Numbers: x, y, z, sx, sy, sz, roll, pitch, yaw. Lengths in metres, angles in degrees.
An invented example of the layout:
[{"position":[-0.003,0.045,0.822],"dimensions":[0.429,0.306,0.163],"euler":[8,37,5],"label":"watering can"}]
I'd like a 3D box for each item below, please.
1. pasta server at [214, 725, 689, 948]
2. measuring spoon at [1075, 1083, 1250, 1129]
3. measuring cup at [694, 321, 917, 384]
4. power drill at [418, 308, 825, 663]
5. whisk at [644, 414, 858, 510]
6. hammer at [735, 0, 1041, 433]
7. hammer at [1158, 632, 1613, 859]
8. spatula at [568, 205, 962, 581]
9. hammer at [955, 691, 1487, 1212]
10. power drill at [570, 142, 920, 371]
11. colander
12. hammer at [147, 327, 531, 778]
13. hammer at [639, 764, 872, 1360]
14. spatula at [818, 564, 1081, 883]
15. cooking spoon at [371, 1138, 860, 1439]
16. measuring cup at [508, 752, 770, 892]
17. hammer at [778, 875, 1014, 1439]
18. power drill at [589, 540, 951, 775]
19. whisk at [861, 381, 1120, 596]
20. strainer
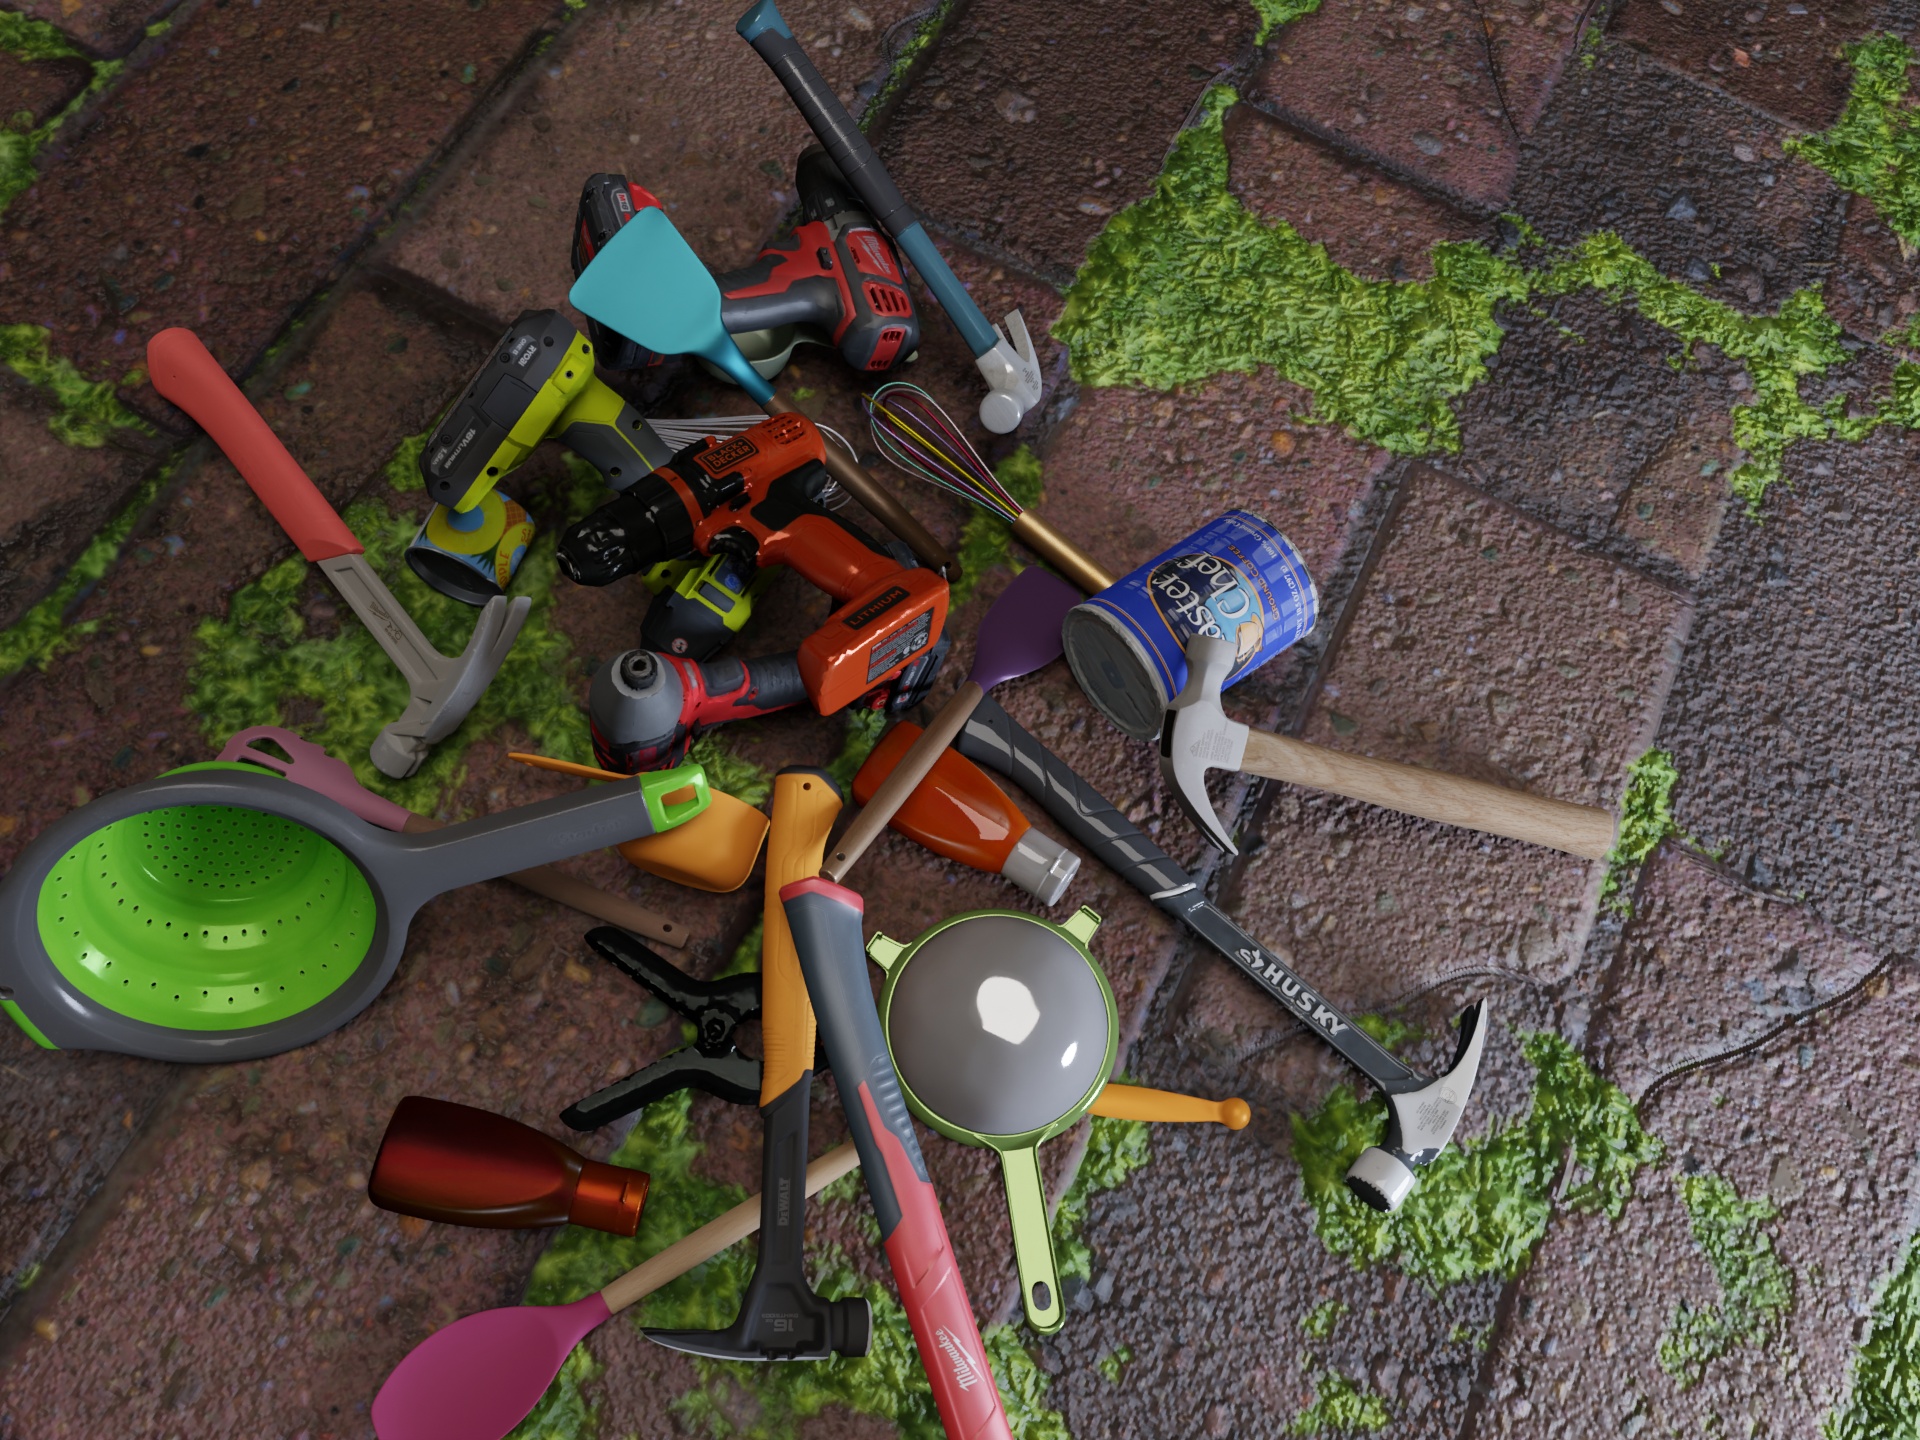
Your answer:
[{"position":[-0.316,0.077,0.987],"dimensions":[0.316,0.040,0.060],"euler":[23,66,-2],"label":"pasta server"},{"position":[0.123,0.237,0.981],"dimensions":[0.117,0.011,0.021],"euler":[7,66,-4],"label":"measuring spoon"},{"position":[-0.116,-0.272,1.161],"dimensions":[0.167,0.038,0.083],"euler":[7,60,-17],"label":"measuring cup"},{"position":[-0.220,-0.137,1.010],"dimensions":[0.223,0.080,0.171],"euler":[35,92,-23],"label":"power drill"},{"position":[-0.209,-0.195,1.105],"dimensions":[0.284,0.070,0.070],"euler":[12,66,3],"label":"whisk"},{"position":[-0.047,-0.355,1.113],"dimensions":[0.331,0.033,0.128],"euler":[53,26,-14],"label":"hammer"},{"position":[0.282,0.044,1.036],"dimensions":[0.331,0.031,0.130],"euler":[14,92,-16],"label":"hammer"},{"position":[-0.110,-0.198,1.049],"dimensions":[0.317,0.044,0.082],"euler":[42,85,-27],"label":"spatula"},{"position":[0.156,0.120,1.024],"dimensions":[0.409,0.036,0.149],"euler":[41,67,11],"label":"hammer"},{"position":[-0.151,-0.330,1.114],"dimensions":[0.226,0.080,0.188],"euler":[-7,65,-26],"label":"power drill"},{"position":[-0.344,0.070,0.915],"dimensions":[0.397,0.204,0.095],"euler":[-15,38,-8],"label":"colander"},{"position":[-0.418,-0.138,1.027],"dimensions":[0.359,0.036,0.149],"euler":[48,113,18],"label":"hammer"},{"position":[-0.108,0.191,0.922],"dimensions":[0.127,0.034,0.337],"euler":[6,75,-15],"label":"hammer"},{"position":[-0.002,-0.003,1.024],"dimensions":[0.060,0.018,0.316],"euler":[33,50,7],"label":"spatula"},{"position":[-0.177,0.317,0.903],"dimensions":[0.319,0.017,0.069],"euler":[-28,67,-17],"label":"cooking spoon"},{"position":[-0.206,0.062,0.980],"dimensions":[0.173,0.095,0.052],"euler":[13,73,9],"label":"measuring cup"},{"position":[-0.044,0.277,0.881],"dimensions":[0.143,0.038,0.386],"euler":[-16,82,-20],"label":"hammer"},{"position":[-0.125,-0.032,0.995],"dimensions":[0.219,0.143,0.079],"euler":[-19,74,-17],"label":"power drill"},{"position":[0.026,-0.158,1.127],"dimensions":[0.245,0.047,0.051],"euler":[39,66,5],"label":"whisk"},{"position":[0.033,0.225,0.938],"dimensions":[0.151,0.069,0.257],"euler":[-6,65,-7],"label":"strainer"}]
